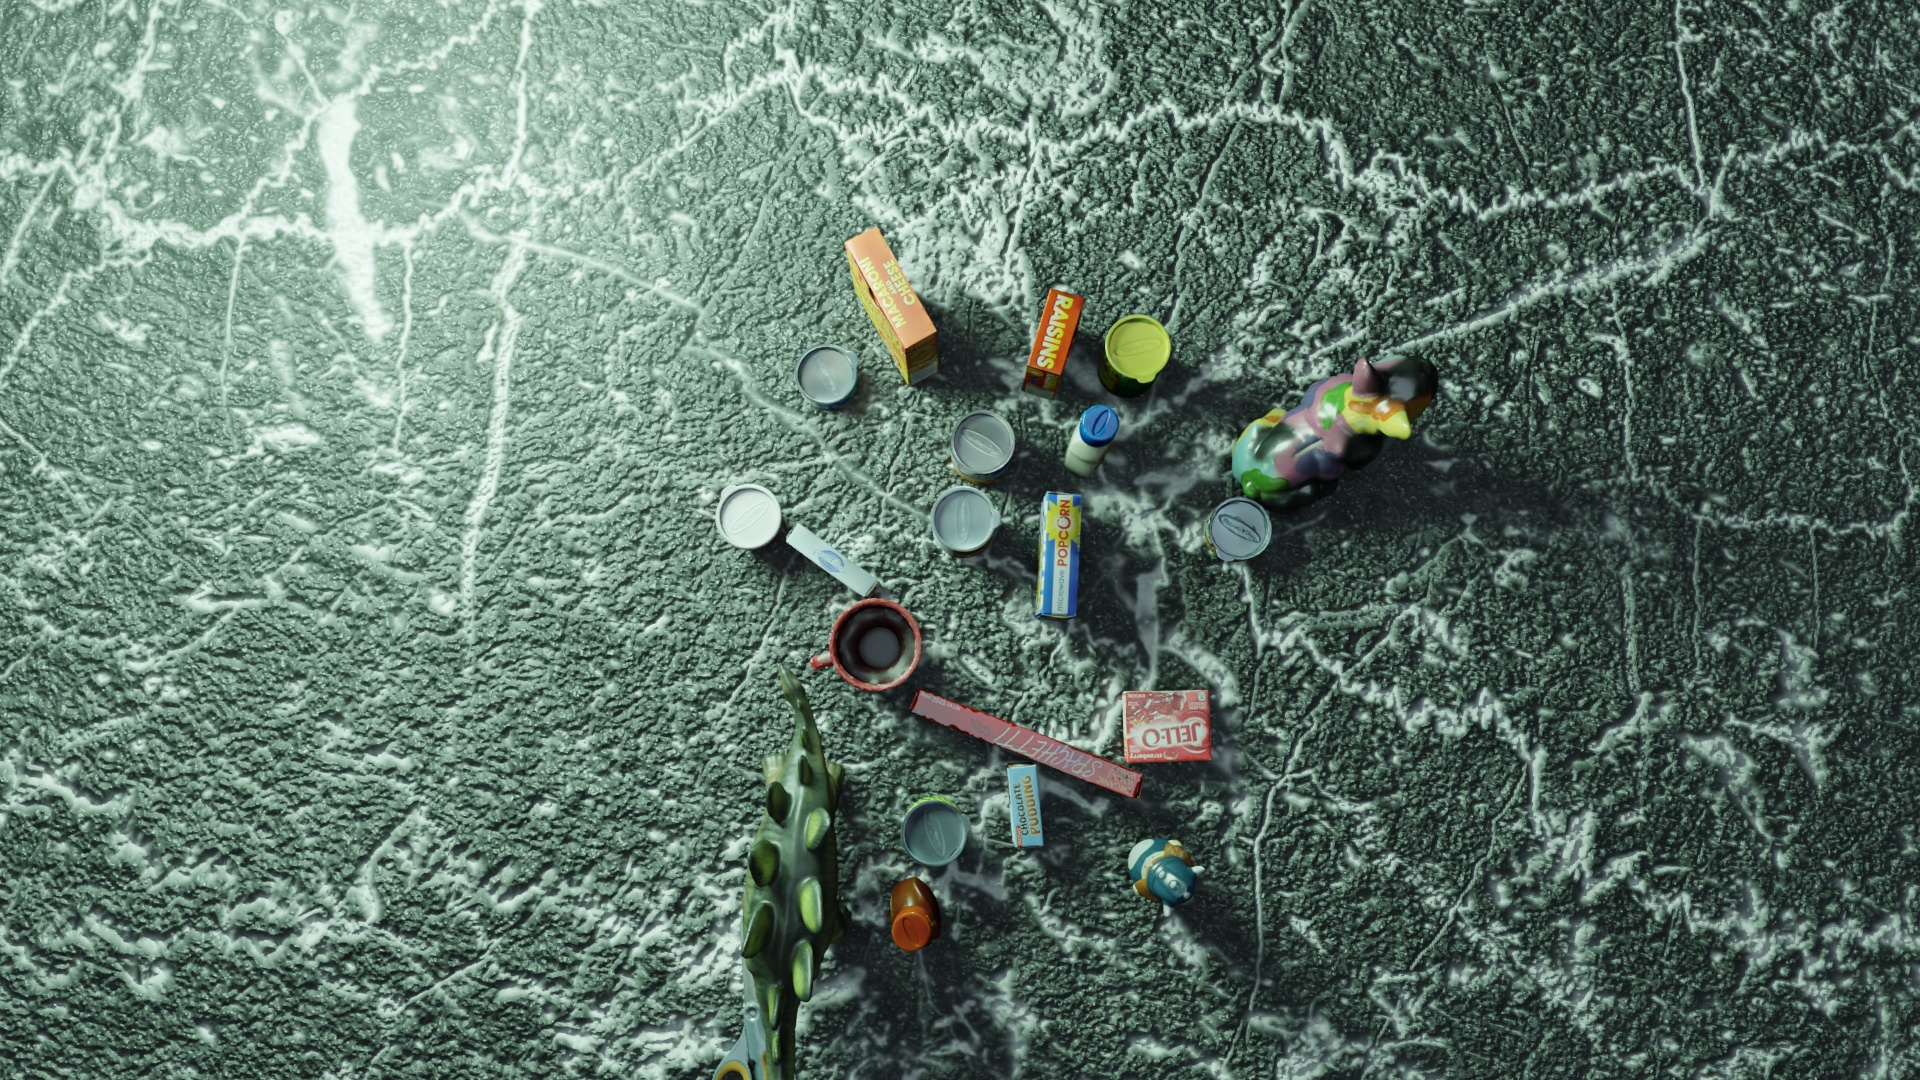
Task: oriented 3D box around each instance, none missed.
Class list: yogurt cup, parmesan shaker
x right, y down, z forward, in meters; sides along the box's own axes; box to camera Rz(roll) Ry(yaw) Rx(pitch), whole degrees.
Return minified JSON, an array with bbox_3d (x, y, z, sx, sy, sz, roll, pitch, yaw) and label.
[{"bbox_3d":[-0.218,-0.022,1.451,0.072,0.054,0.072,0,83,0],"label":"yogurt cup"},{"bbox_3d":[0.179,-0.187,1.447,0.071,0.103,0.071,0,84,0],"label":"parmesan shaker"}]

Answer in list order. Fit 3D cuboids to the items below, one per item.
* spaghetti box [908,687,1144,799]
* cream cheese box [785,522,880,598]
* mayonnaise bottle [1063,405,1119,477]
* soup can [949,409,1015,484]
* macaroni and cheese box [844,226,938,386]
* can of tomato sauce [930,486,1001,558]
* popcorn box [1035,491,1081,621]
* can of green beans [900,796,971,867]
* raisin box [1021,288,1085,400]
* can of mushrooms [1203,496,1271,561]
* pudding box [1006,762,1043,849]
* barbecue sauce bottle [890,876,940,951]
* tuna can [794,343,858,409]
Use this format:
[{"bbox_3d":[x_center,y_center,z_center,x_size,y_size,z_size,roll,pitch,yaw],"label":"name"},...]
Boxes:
[{"bbox_3d":[0.068,0.208,1.426,0.250,0.050,0.029,21,84,2],"label":"spaghetti box"},{"bbox_3d":[-0.132,0.023,1.446,0.104,0.053,0.024,35,85,4],"label":"cream cheese box"},{"bbox_3d":[0.136,-0.105,1.415,0.041,0.148,0.065,29,85,3],"label":"mayonnaise bottle"},{"bbox_3d":[0.021,-0.093,1.445,0.071,0.083,0.071,0,84,0],"label":"soup can"},{"bbox_3d":[-0.069,-0.235,1.420,0.040,0.166,0.124,-29,84,-3],"label":"macaroni and cheese box"},{"bbox_3d":[0.005,-0.018,1.436,0.071,0.083,0.071,0,84,0],"label":"can of tomato sauce"},{"bbox_3d":[0.100,0.019,1.431,0.038,0.085,0.127,3,83,0],"label":"popcorn box"},{"bbox_3d":[-0.026,0.295,1.411,0.071,0.058,0.071,0,83,0],"label":"can of green beans"},{"bbox_3d":[0.095,-0.201,1.438,0.040,0.123,0.086,17,84,2],"label":"raisin box"},{"bbox_3d":[0.290,-0.009,1.461,0.071,0.033,0.071,0,83,0],"label":"can of mushrooms"},{"bbox_3d":[0.065,0.270,1.419,0.030,0.049,0.084,-5,83,-1],"label":"pudding box"},{"bbox_3d":[-0.045,0.369,1.357,0.044,0.148,0.065,-26,84,-3],"label":"barbecue sauce bottle"},{"bbox_3d":[-0.140,-0.175,1.480,0.071,0.033,0.071,0,83,0],"label":"tuna can"}]
